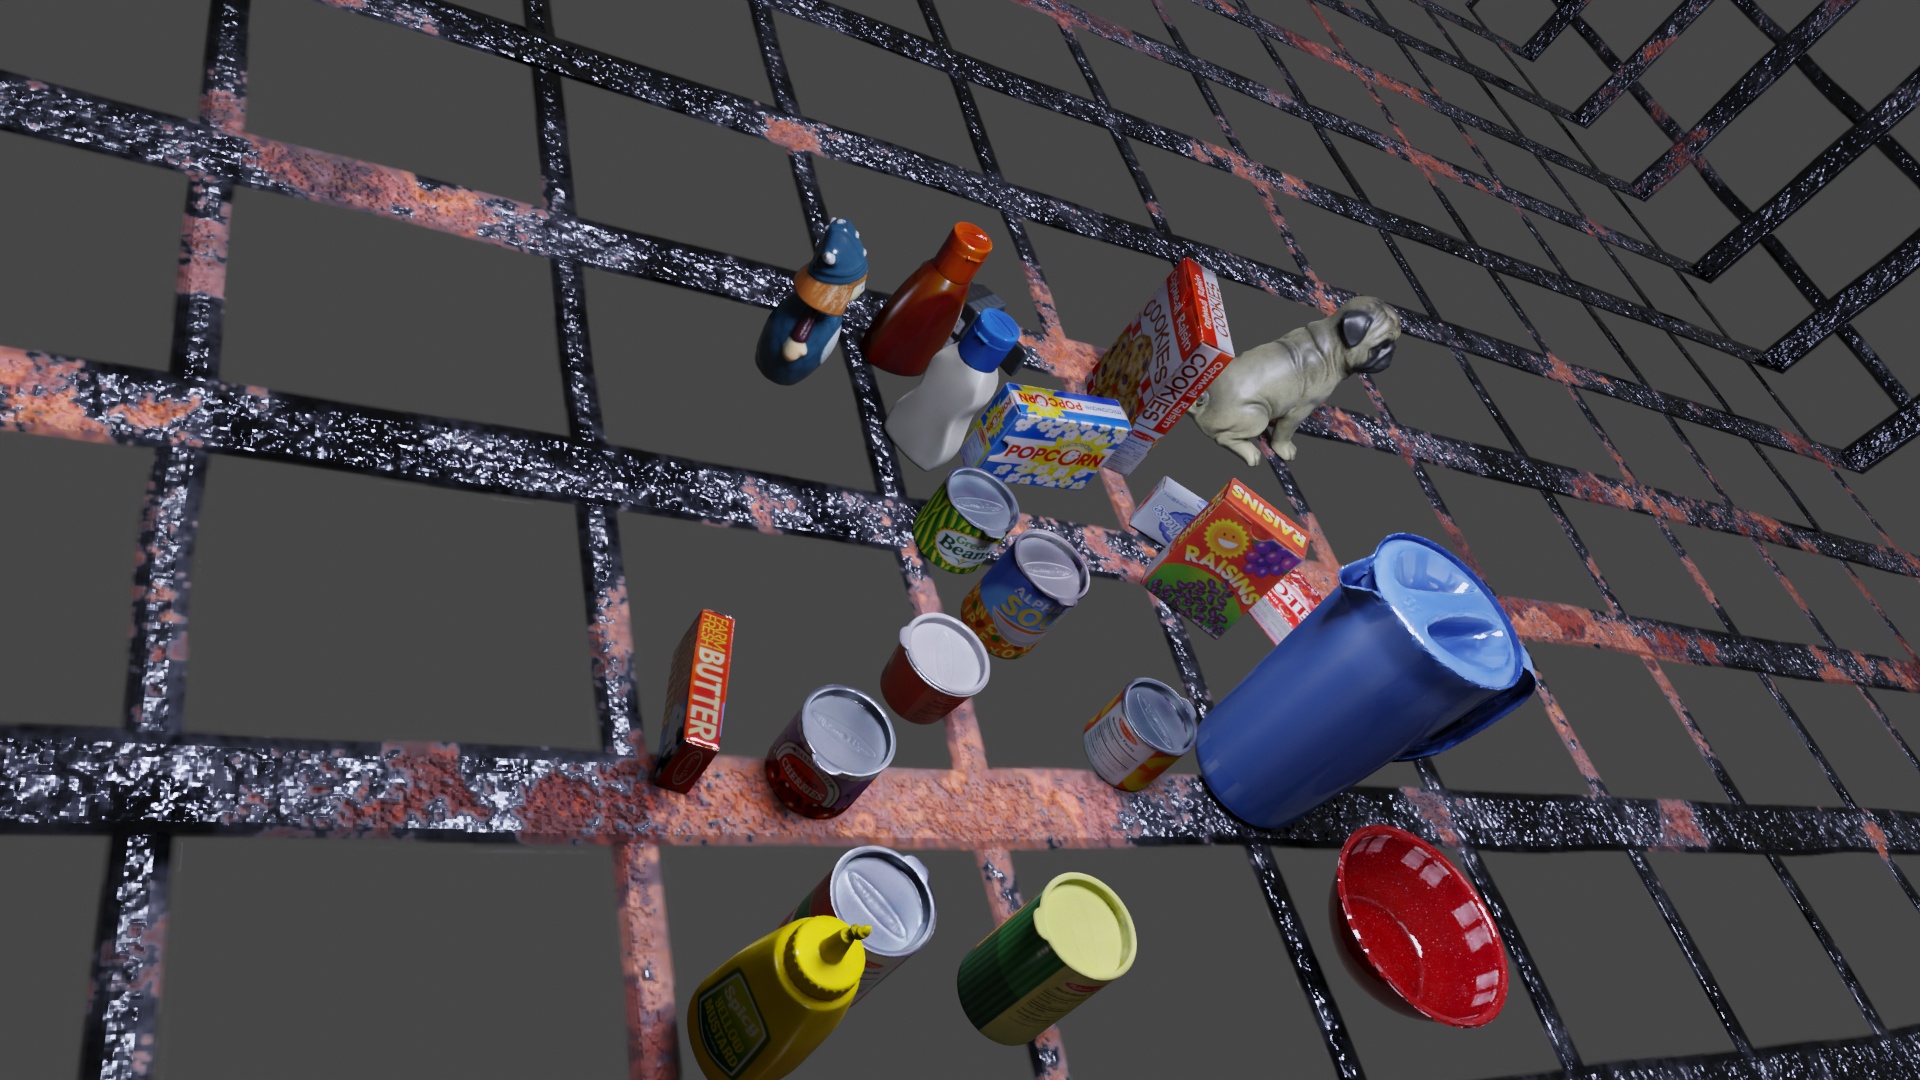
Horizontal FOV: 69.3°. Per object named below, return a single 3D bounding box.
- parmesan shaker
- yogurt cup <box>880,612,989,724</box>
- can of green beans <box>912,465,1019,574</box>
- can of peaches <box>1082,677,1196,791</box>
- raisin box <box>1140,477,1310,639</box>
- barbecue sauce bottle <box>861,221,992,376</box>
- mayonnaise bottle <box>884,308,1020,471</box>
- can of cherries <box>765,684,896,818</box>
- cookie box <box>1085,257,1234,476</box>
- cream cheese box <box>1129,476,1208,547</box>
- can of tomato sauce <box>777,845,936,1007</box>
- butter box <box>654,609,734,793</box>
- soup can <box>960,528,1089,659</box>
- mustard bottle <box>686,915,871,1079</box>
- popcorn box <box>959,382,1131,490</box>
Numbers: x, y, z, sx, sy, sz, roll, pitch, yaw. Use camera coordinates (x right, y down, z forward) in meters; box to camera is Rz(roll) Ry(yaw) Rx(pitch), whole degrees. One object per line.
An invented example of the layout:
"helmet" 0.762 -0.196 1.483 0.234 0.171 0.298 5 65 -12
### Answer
"parmesan shaker" 0.047 0.253 0.837 0.071 0.102 0.072 21 42 -21
"yogurt cup" -0.021 0.093 0.976 0.072 0.053 0.073 21 42 -21
"can of green beans" 0.004 -0.016 1.096 0.071 0.057 0.071 21 42 -21
"can of peaches" 0.136 0.146 1.043 0.071 0.057 0.071 21 42 -21
"raisin box" 0.225 0.017 1.185 0.086 0.122 0.040 38 39 -2
"barbecue sauce bottle" -0.025 -0.204 1.183 0.065 0.147 0.044 11 47 -31
"mayonnaise bottle" -0.004 -0.123 1.122 0.065 0.147 0.041 48 40 10
"can of cherries" -0.085 0.136 0.882 0.071 0.058 0.072 21 42 -21
"cookie box" 0.180 -0.160 1.285 0.040 0.166 0.123 20 43 -22
"cream cheese box" 0.210 -0.010 1.254 0.104 0.053 0.024 31 40 -10
"can of tomato sauce" -0.062 0.222 0.797 0.071 0.082 0.071 21 42 -21
"butter box" -0.164 0.098 0.860 0.024 0.053 0.104 21 43 -22
"soup can" 0.049 0.044 1.053 0.071 0.083 0.072 21 42 -21
"mustard bottle" -0.089 0.229 0.709 0.049 0.159 0.065 -9 59 -43
"popcorn box" 0.073 -0.088 1.197 0.127 0.084 0.038 4 50 -35
